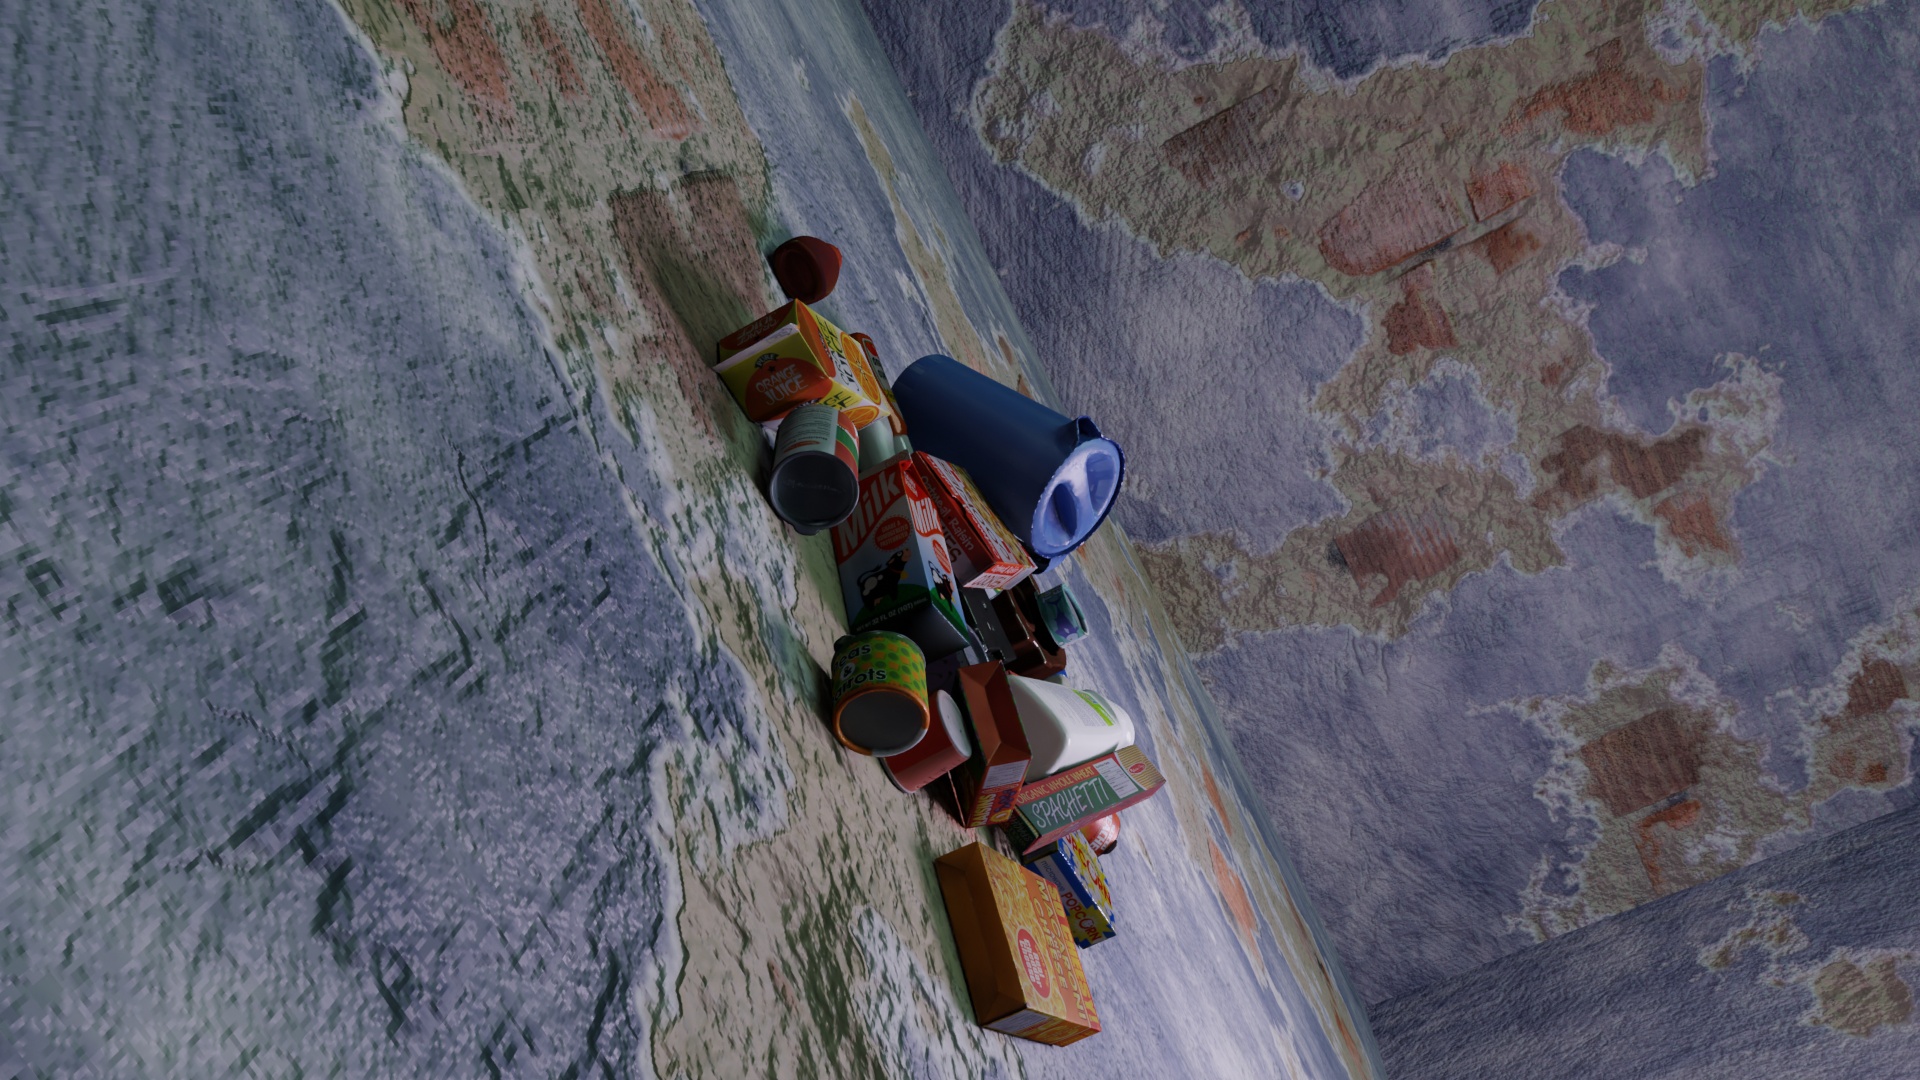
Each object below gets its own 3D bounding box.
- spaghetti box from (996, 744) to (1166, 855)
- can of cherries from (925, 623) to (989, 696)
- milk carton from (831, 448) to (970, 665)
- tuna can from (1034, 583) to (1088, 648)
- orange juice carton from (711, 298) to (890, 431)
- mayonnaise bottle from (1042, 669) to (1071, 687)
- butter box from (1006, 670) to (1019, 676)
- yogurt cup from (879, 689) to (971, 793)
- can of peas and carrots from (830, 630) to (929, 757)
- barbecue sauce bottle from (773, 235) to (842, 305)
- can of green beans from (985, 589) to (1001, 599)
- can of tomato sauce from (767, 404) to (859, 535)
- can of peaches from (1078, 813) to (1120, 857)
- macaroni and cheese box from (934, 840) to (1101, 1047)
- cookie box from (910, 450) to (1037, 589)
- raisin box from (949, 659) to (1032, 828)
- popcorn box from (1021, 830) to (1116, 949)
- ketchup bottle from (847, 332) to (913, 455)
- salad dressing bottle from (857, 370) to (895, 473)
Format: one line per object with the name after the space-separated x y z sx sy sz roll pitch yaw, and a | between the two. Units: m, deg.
0.111 0.232 1.265 0.050 0.028 0.250 49 26 22 | spaghetti box
-0.012 0.106 1.154 0.071 0.058 0.072 59 14 -24 | can of cherries
-0.056 0.008 1.132 0.073 0.072 0.191 51 18 -48 | milk carton
0.111 0.080 1.523 0.071 0.033 0.071 58 14 -22 | tuna can
-0.128 -0.133 1.107 0.073 0.072 0.192 66 12 11 | orange juice carton
0.114 0.192 1.568 0.064 0.041 0.149 54 15 -49 | mayonnaise bottle
0.063 0.169 1.432 0.103 0.024 0.053 37 31 -65 | butter box
-0.027 0.145 1.019 0.072 0.054 0.073 59 14 -24 | yogurt cup
-0.057 0.103 0.948 0.070 0.071 0.059 57 14 -34 | can of peas and carrots
-0.147 -0.274 1.387 0.064 0.043 0.149 62 11 -12 | barbecue sauce bottle
0.009 0.022 1.396 0.057 0.071 0.071 53 16 -44 | can of green beans
-0.109 -0.055 1.047 0.071 0.071 0.083 59 13 -28 | can of tomato sauce
0.115 0.267 1.343 0.058 0.071 0.071 58 14 -28 | can of peaches
0.044 0.304 1.036 0.166 0.040 0.124 46 22 -56 | macaroni and cheese box
0.005 -0.016 1.264 0.123 0.040 0.167 54 10 12 | cookie box
0.018 0.161 1.086 0.122 0.040 0.086 103 -27 -55 | raisin box
0.097 0.299 1.273 0.126 0.038 0.085 58 13 -28 | popcorn box
-0.083 -0.128 1.365 0.064 0.043 0.149 41 26 -75 | ketchup bottle
-0.085 -0.095 1.289 0.064 0.044 0.148 39 30 -66 | salad dressing bottle
